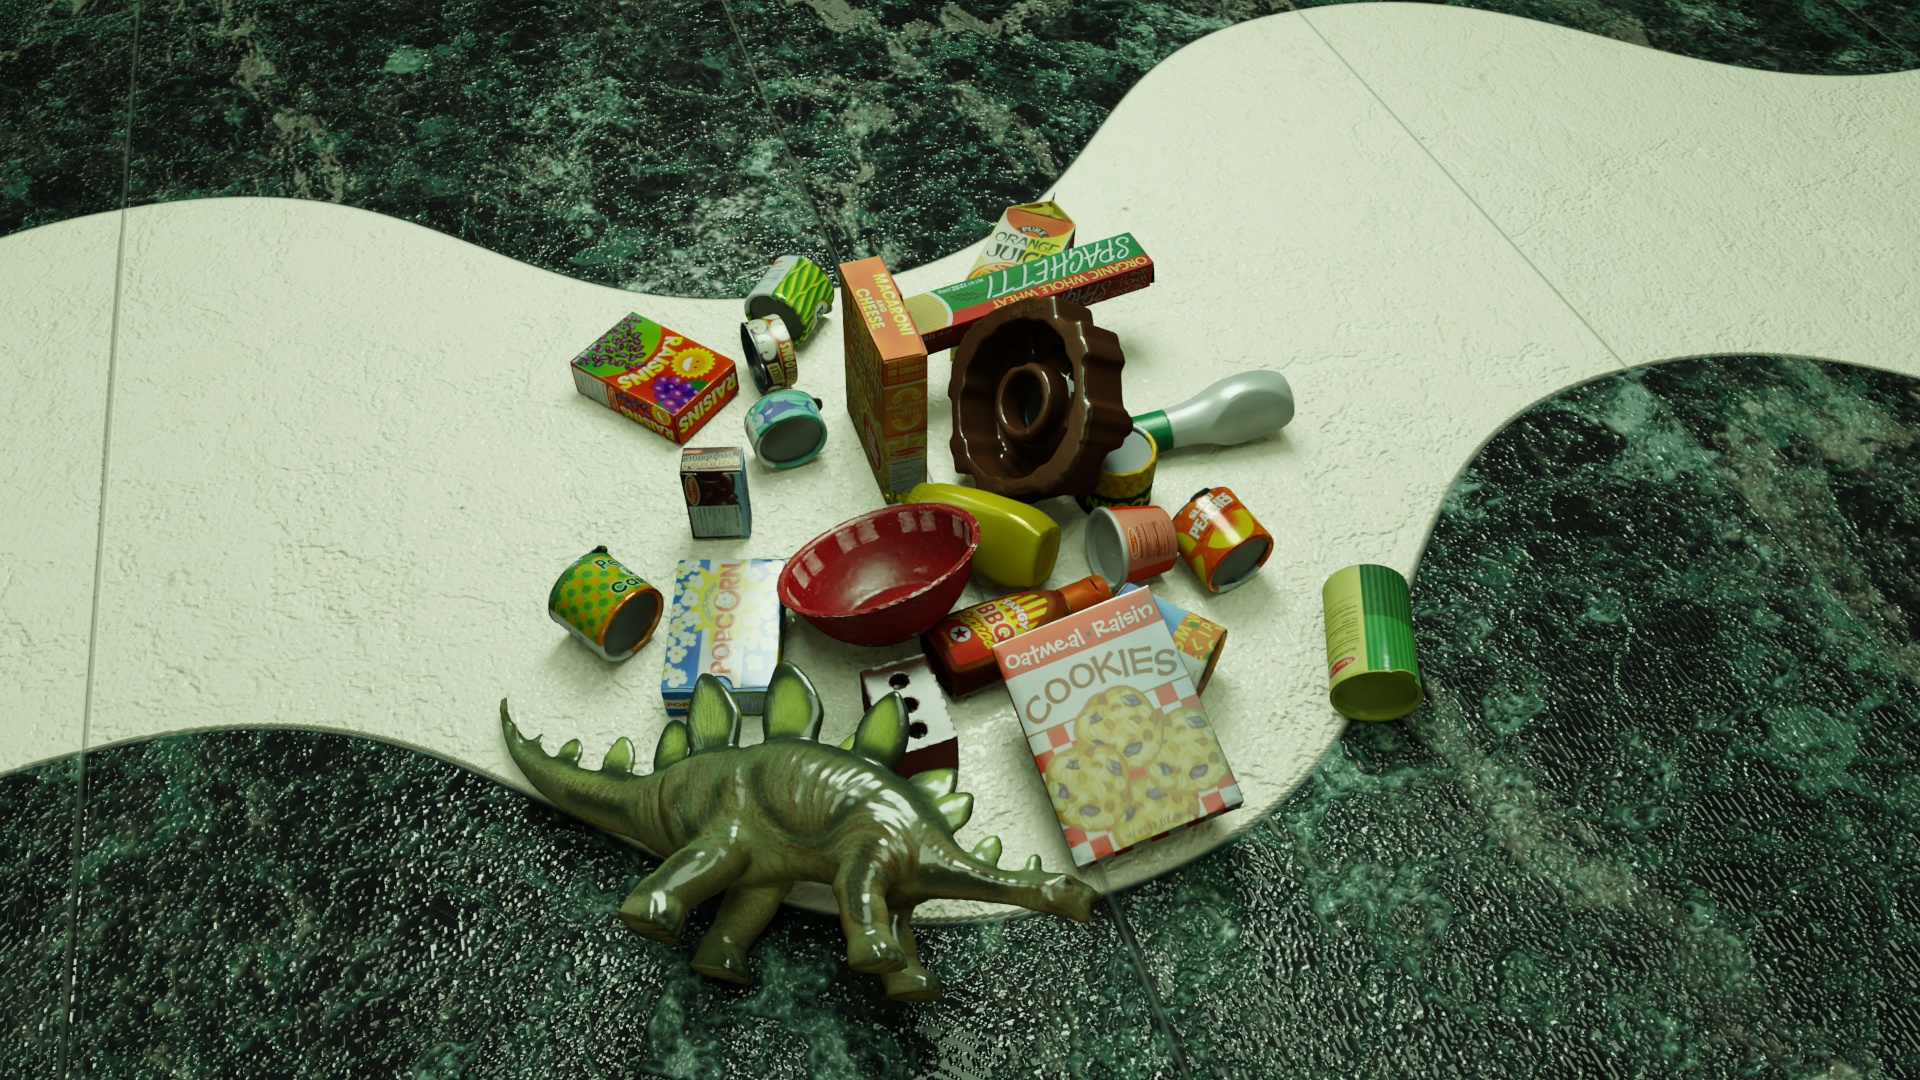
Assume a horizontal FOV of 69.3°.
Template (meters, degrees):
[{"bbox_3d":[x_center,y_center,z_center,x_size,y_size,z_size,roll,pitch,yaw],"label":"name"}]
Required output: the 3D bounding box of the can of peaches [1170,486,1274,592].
[{"bbox_3d":[0.209,-0.001,1.115,0.071,0.071,0.058,-23,56,-19],"label":"can of peaches"}]

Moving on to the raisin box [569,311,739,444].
[{"bbox_3d":[-0.273,-0.146,1.243,0.123,0.039,0.086,26,54,21],"label":"raisin box"}]

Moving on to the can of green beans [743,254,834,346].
[{"bbox_3d":[-0.159,-0.222,1.291,0.071,0.071,0.058,18,53,13],"label":"can of green beans"}]

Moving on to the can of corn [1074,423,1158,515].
[{"bbox_3d":[0.130,-0.057,1.166,0.071,0.058,0.071,1,50,-1],"label":"can of corn"}]

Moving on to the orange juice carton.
[{"bbox_3d":[0.057,-0.249,1.315,0.073,0.071,0.194,17,52,12],"label":"orange juice carton"}]

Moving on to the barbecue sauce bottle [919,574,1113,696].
[{"bbox_3d":[0.047,0.068,1.070,0.149,0.043,0.065,-20,46,-18],"label":"barbecue sauce bottle"}]

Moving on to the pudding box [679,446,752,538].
[{"bbox_3d":[-0.197,-0.038,1.125,0.050,0.083,0.030,-2,50,-2],"label":"pudding box"}]

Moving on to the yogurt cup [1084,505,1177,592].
[{"bbox_3d":[0.138,0.003,1.115,0.054,0.072,0.073,-10,51,-20],"label":"yogurt cup"}]

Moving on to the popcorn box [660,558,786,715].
[{"bbox_3d":[-0.178,0.072,1.064,0.085,0.038,0.127,0,50,-3],"label":"popcorn box"}]

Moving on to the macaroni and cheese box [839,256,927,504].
[{"bbox_3d":[-0.063,-0.132,1.154,0.040,0.165,0.124,-14,52,-14],"label":"macaroni and cheese box"}]

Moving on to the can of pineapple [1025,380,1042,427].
[{"bbox_3d":[0.091,-0.121,1.212,0.058,0.070,0.071,-14,52,-12],"label":"can of pineapple"}]

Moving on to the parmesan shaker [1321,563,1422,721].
[{"bbox_3d":[0.313,0.075,1.053,0.071,0.071,0.103,6,50,3],"label":"parmesan shaker"}]

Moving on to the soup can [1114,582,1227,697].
[{"bbox_3d":[0.152,0.077,1.051,0.084,0.071,0.072,25,54,17],"label":"soup can"}]

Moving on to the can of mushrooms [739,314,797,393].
[{"bbox_3d":[-0.171,-0.166,1.244,0.033,0.070,0.071,-18,53,-17],"label":"can of mushrooms"}]

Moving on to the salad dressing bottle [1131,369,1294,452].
[{"bbox_3d":[0.214,-0.107,1.212,0.148,0.064,0.044,-15,44,-4],"label":"salad dressing bottle"}]

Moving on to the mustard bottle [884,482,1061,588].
[{"bbox_3d":[0.004,-0.014,1.125,0.160,0.065,0.049,25,21,29],"label":"mustard bottle"}]

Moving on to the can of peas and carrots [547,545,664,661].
[{"bbox_3d":[-0.269,0.048,1.061,0.059,0.070,0.071,32,57,22],"label":"can of peas and carrots"}]

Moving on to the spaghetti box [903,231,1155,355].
[{"bbox_3d":[0.052,-0.216,1.222,0.251,0.028,0.050,-19,54,-15],"label":"spaghetti box"}]

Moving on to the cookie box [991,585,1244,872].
[{"bbox_3d":[0.108,0.131,0.980,0.123,0.040,0.168,-21,69,-1],"label":"cookie box"}]

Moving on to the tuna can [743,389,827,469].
[{"bbox_3d":[-0.146,-0.095,1.185,0.071,0.070,0.033,-16,54,-15],"label":"tuna can"}]
